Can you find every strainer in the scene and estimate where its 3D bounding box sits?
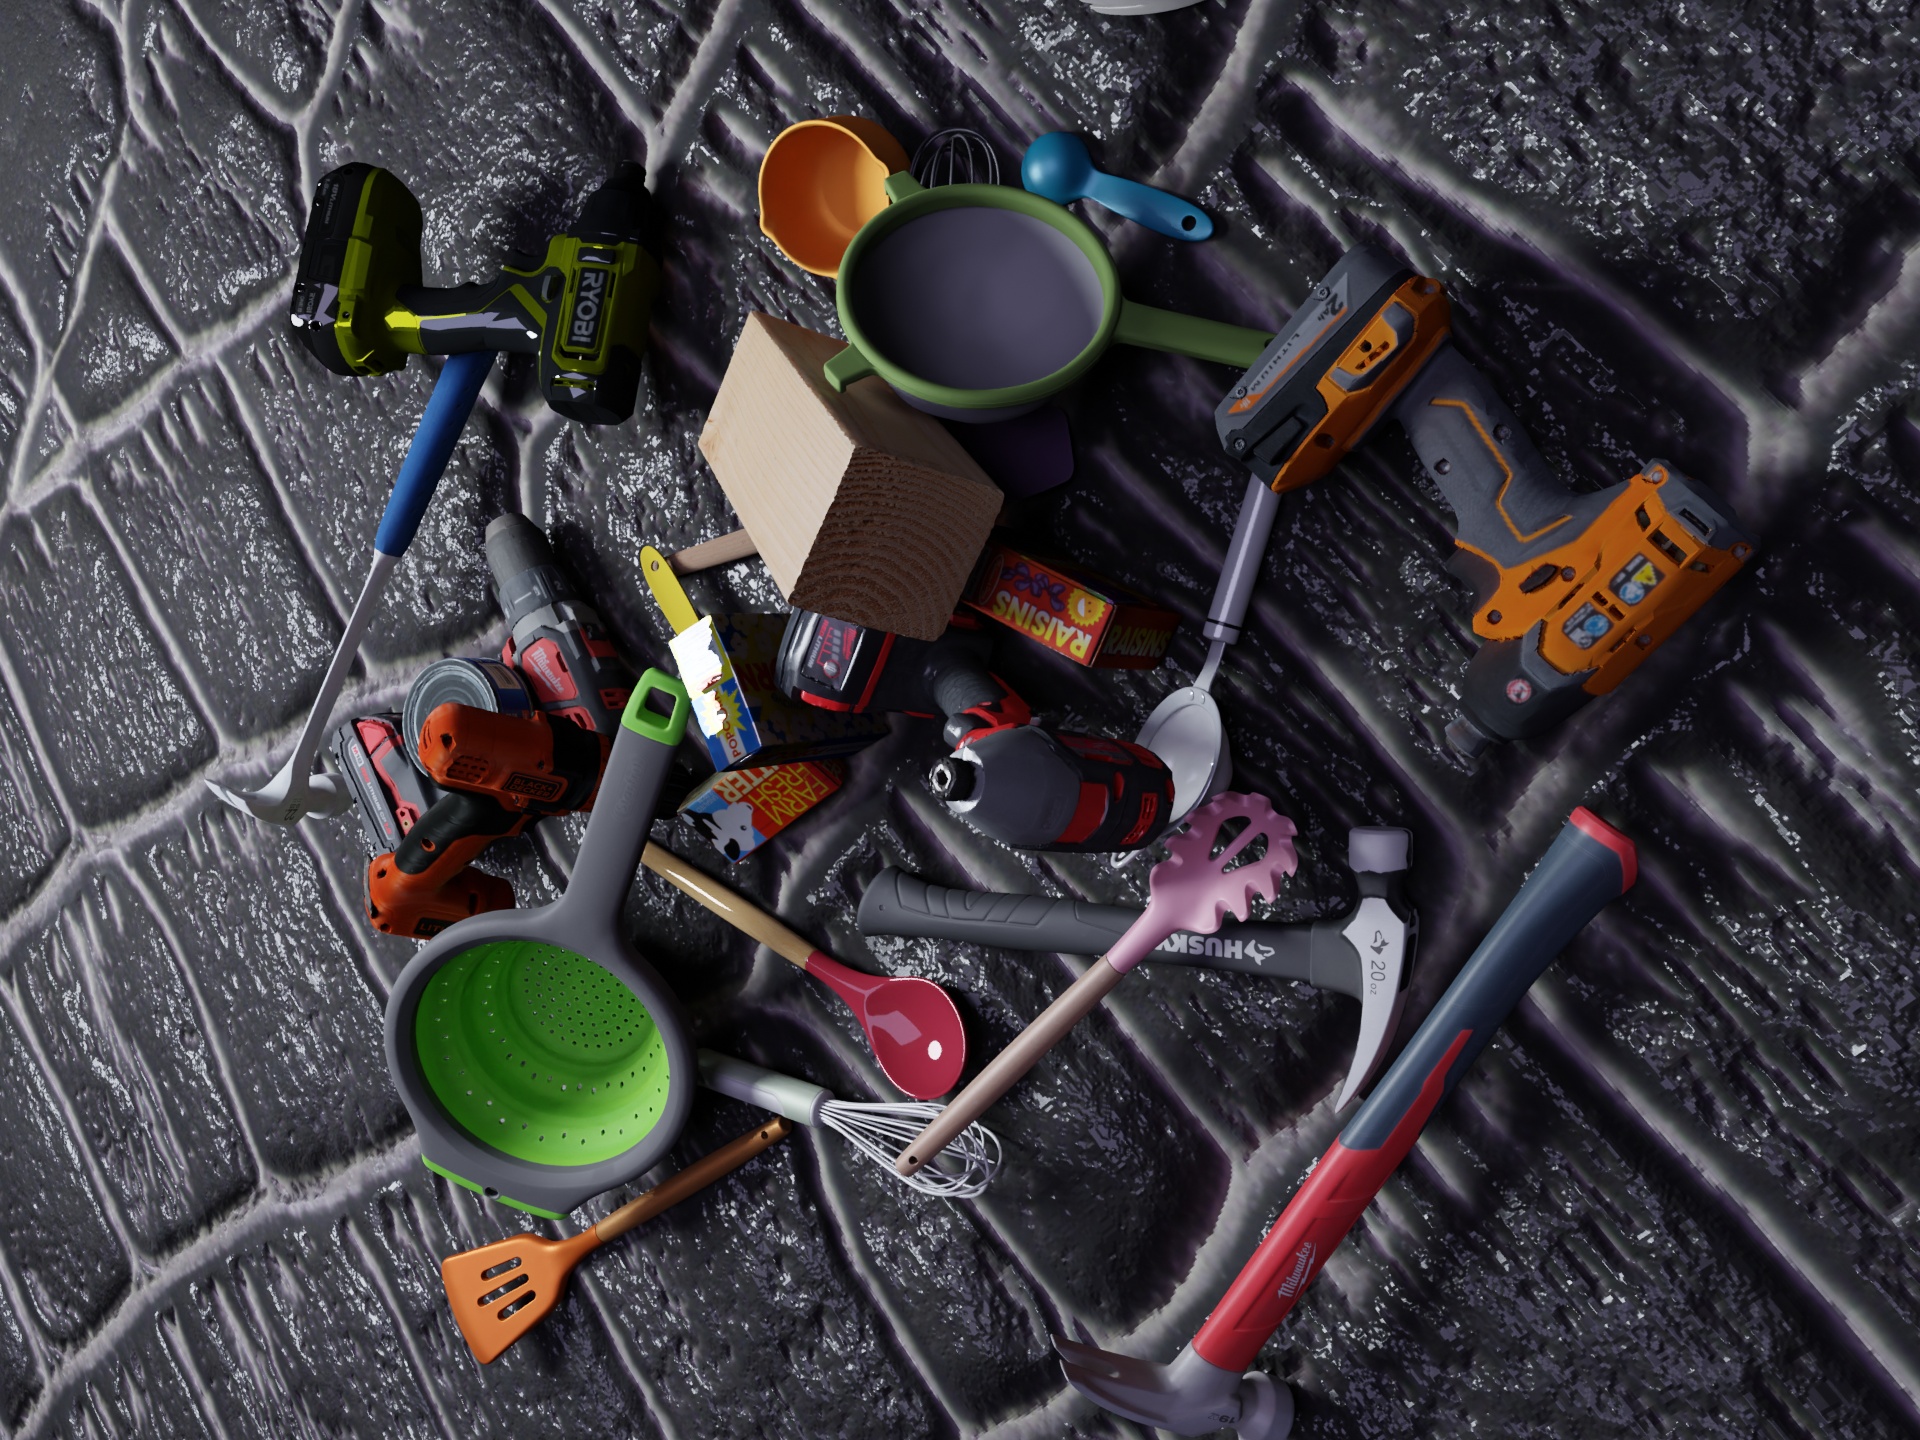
[{"bbox_3d":[0.060,-0.202,0.856,0.256,0.069,0.152,12,63,3],"label":"strainer"},{"bbox_3d":[0.140,-0.039,0.850,0.087,0.050,0.258,29,104,66],"label":"strainer"}]

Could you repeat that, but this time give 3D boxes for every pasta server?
[{"bbox_3d":[0.064,0.151,0.856,0.060,0.040,0.316,45,110,7],"label":"pasta server"}]

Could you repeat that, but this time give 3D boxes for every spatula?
[{"bbox_3d":[-0.235,0.344,1.089,0.322,0.041,0.081,-35,74,26],"label":"spatula"},{"bbox_3d":[-0.072,-0.132,0.983,0.316,0.018,0.060,-14,81,29],"label":"spatula"}]

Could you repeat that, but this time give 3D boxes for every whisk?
[{"bbox_3d":[-0.080,0.245,0.991,0.246,0.059,0.057,9,125,34],"label":"whisk"},{"bbox_3d":[-0.009,-0.223,0.920,0.055,0.055,0.239,7,95,30],"label":"whisk"}]

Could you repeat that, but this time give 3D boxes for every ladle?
[{"bbox_3d":[-0.115,0.142,1.017,0.316,0.031,0.069,28,99,28],"label":"ladle"}]

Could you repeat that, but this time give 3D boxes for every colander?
[{"bbox_3d":[-0.233,0.132,1.018,0.204,0.094,0.397,23,112,-1],"label":"colander"}]

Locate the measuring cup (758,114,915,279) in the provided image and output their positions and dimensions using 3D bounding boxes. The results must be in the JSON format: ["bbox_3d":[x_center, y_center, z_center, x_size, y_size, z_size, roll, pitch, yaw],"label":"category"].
[{"bbox_3d":[-0.053,-0.276,0.954,0.095,0.052,0.173,-13,110,33],"label":"measuring cup"}]

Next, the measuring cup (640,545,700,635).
[{"bbox_3d":[-0.162,-0.050,1.033,0.062,0.029,0.157,-40,73,26],"label":"measuring cup"}]

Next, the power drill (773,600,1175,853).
[{"bbox_3d":[-0.001,-0.003,0.849,0.220,0.143,0.078,39,114,43],"label":"power drill"}]

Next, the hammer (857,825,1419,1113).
[{"bbox_3d":[0.085,0.124,0.892,0.335,0.035,0.146,2,93,31],"label":"hammer"}]

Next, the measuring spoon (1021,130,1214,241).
[{"bbox_3d":[0.084,-0.293,0.880,0.129,0.021,0.042,32,108,27],"label":"measuring spoon"}]

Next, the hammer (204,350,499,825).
[{"bbox_3d":[-0.411,-0.109,1.124,0.035,0.144,0.405,26,96,9],"label":"hammer"}]

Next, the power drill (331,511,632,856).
[{"bbox_3d":[-0.335,-0.017,1.113,0.226,0.080,0.188,-33,76,25],"label":"power drill"}]

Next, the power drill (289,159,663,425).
[{"bbox_3d":[-0.311,-0.293,1.050,0.223,0.080,0.171,8,83,8],"label":"power drill"}]

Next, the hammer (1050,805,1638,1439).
[{"bbox_3d":[0.197,0.202,0.791,0.386,0.143,0.038,-59,23,14],"label":"hammer"}]

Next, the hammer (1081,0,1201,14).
[{"bbox_3d":[0.108,-0.591,0.845,0.146,0.038,0.411,-7,88,32],"label":"hammer"}]

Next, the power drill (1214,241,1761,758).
[{"bbox_3d":[0.233,-0.100,0.761,0.226,0.084,0.164,44,113,12],"label":"power drill"}]
